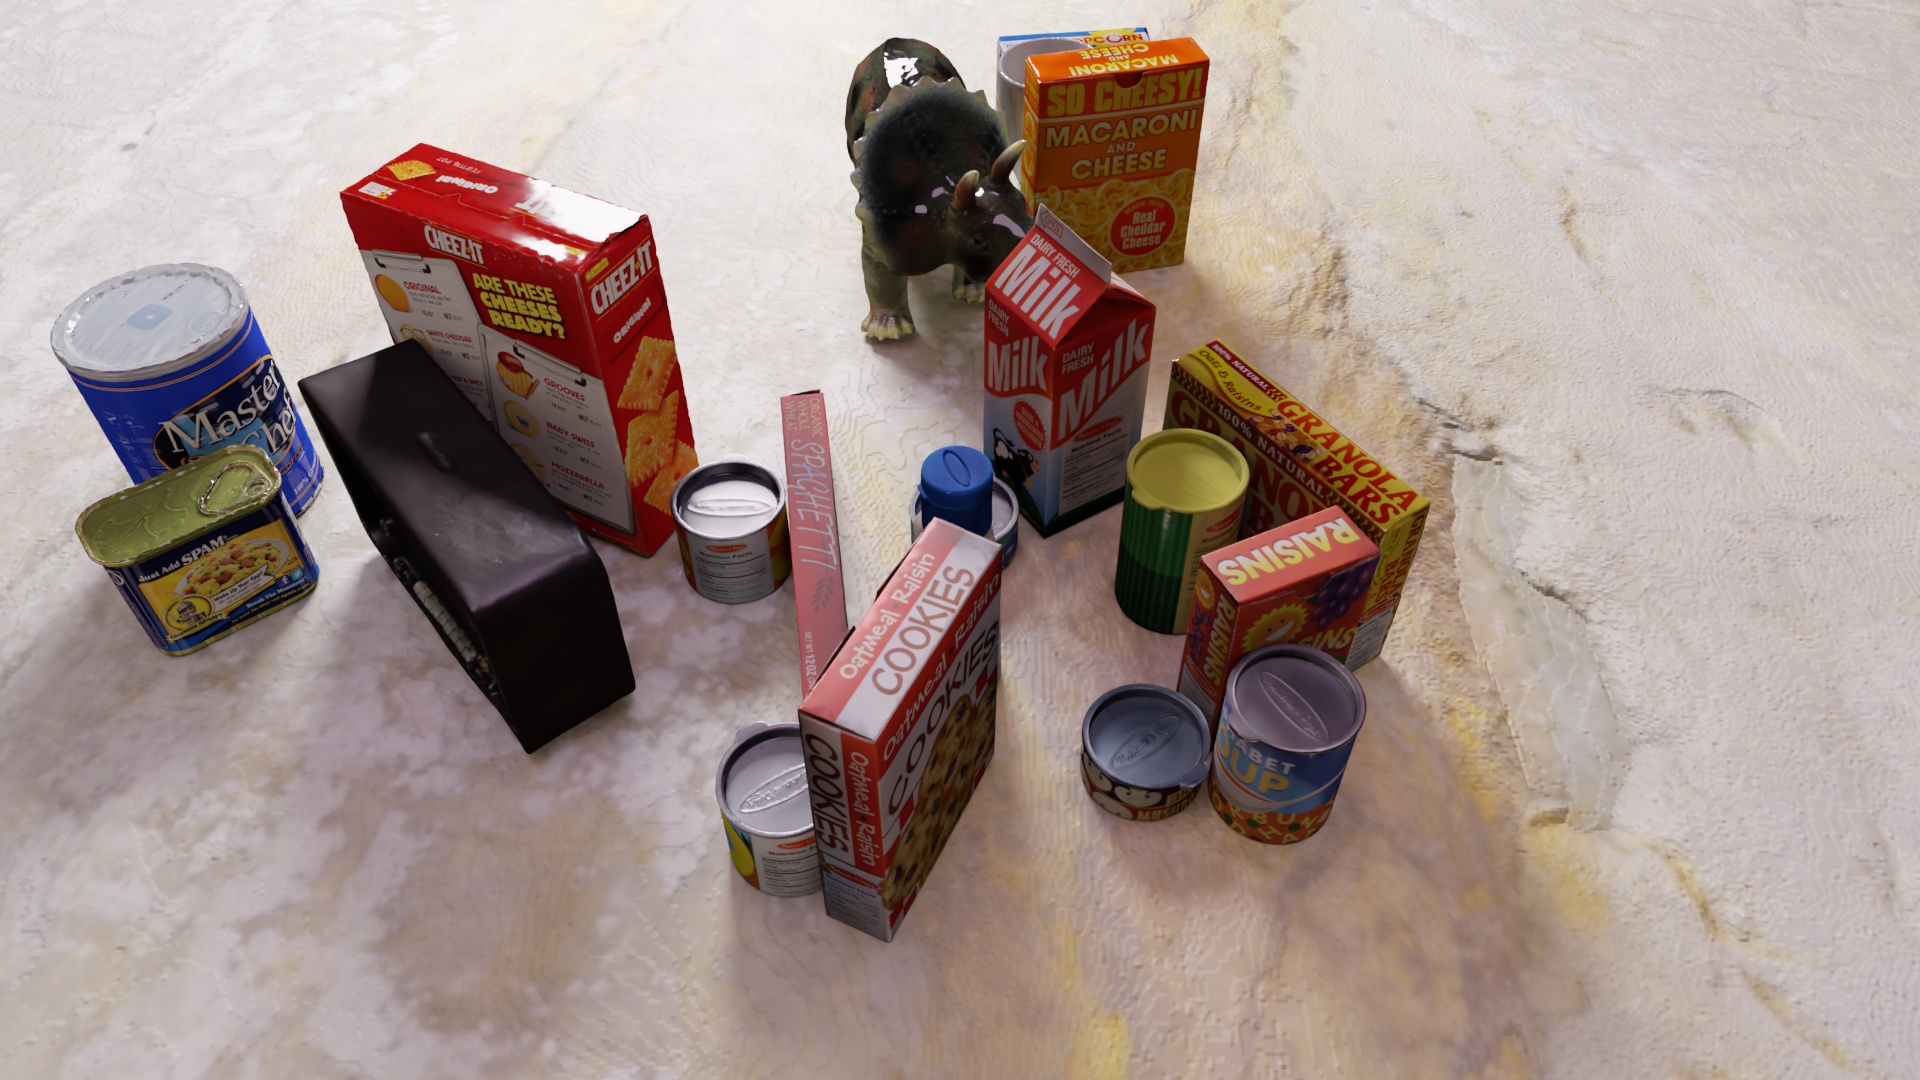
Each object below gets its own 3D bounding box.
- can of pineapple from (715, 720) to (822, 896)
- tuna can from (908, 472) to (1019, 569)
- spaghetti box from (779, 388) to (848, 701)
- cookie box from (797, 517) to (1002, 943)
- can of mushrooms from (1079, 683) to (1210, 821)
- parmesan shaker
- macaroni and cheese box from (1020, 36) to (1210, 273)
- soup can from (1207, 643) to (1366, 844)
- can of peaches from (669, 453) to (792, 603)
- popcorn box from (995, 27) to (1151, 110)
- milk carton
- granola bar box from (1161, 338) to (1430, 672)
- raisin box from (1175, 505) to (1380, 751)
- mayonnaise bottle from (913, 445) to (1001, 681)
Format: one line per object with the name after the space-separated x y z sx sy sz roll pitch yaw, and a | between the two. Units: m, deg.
-0.085 0.132 0.687 0.071 0.057 0.071 0 46 0 | can of pineapple
0.003 -0.011 0.841 0.071 0.032 0.071 0 46 0 | tuna can
-0.083 0.010 0.810 0.029 0.049 0.251 -6 46 -6 | spaghetti box
-0.025 0.091 0.651 0.040 0.166 0.123 19 49 17 | cookie box
0.097 0.112 0.723 0.071 0.033 0.071 0 46 0 | can of mushrooms
0.121 -0.002 0.786 0.071 0.102 0.072 0 46 0 | parmesan shaker
0.107 -0.269 0.998 0.124 0.165 0.040 -11 47 -10 | macaroni and cheese box
0.159 0.104 0.697 0.071 0.083 0.072 0 46 0 | soup can
-0.133 -0.007 0.820 0.071 0.057 0.071 0 46 0 | can of peaches
0.093 -0.378 1.159 0.127 0.084 0.038 -6 46 -5 | popcorn box
0.062 -0.101 0.820 0.074 0.189 0.072 -25 51 -22 | milk carton
0.180 -0.019 0.787 0.039 0.123 0.166 -26 51 -23 | granola bar box
0.162 0.048 0.723 0.086 0.122 0.040 -19 49 -17 | raisin box
-0.001 0.015 0.737 0.041 0.147 0.065 -16 48 -15 | mayonnaise bottle
